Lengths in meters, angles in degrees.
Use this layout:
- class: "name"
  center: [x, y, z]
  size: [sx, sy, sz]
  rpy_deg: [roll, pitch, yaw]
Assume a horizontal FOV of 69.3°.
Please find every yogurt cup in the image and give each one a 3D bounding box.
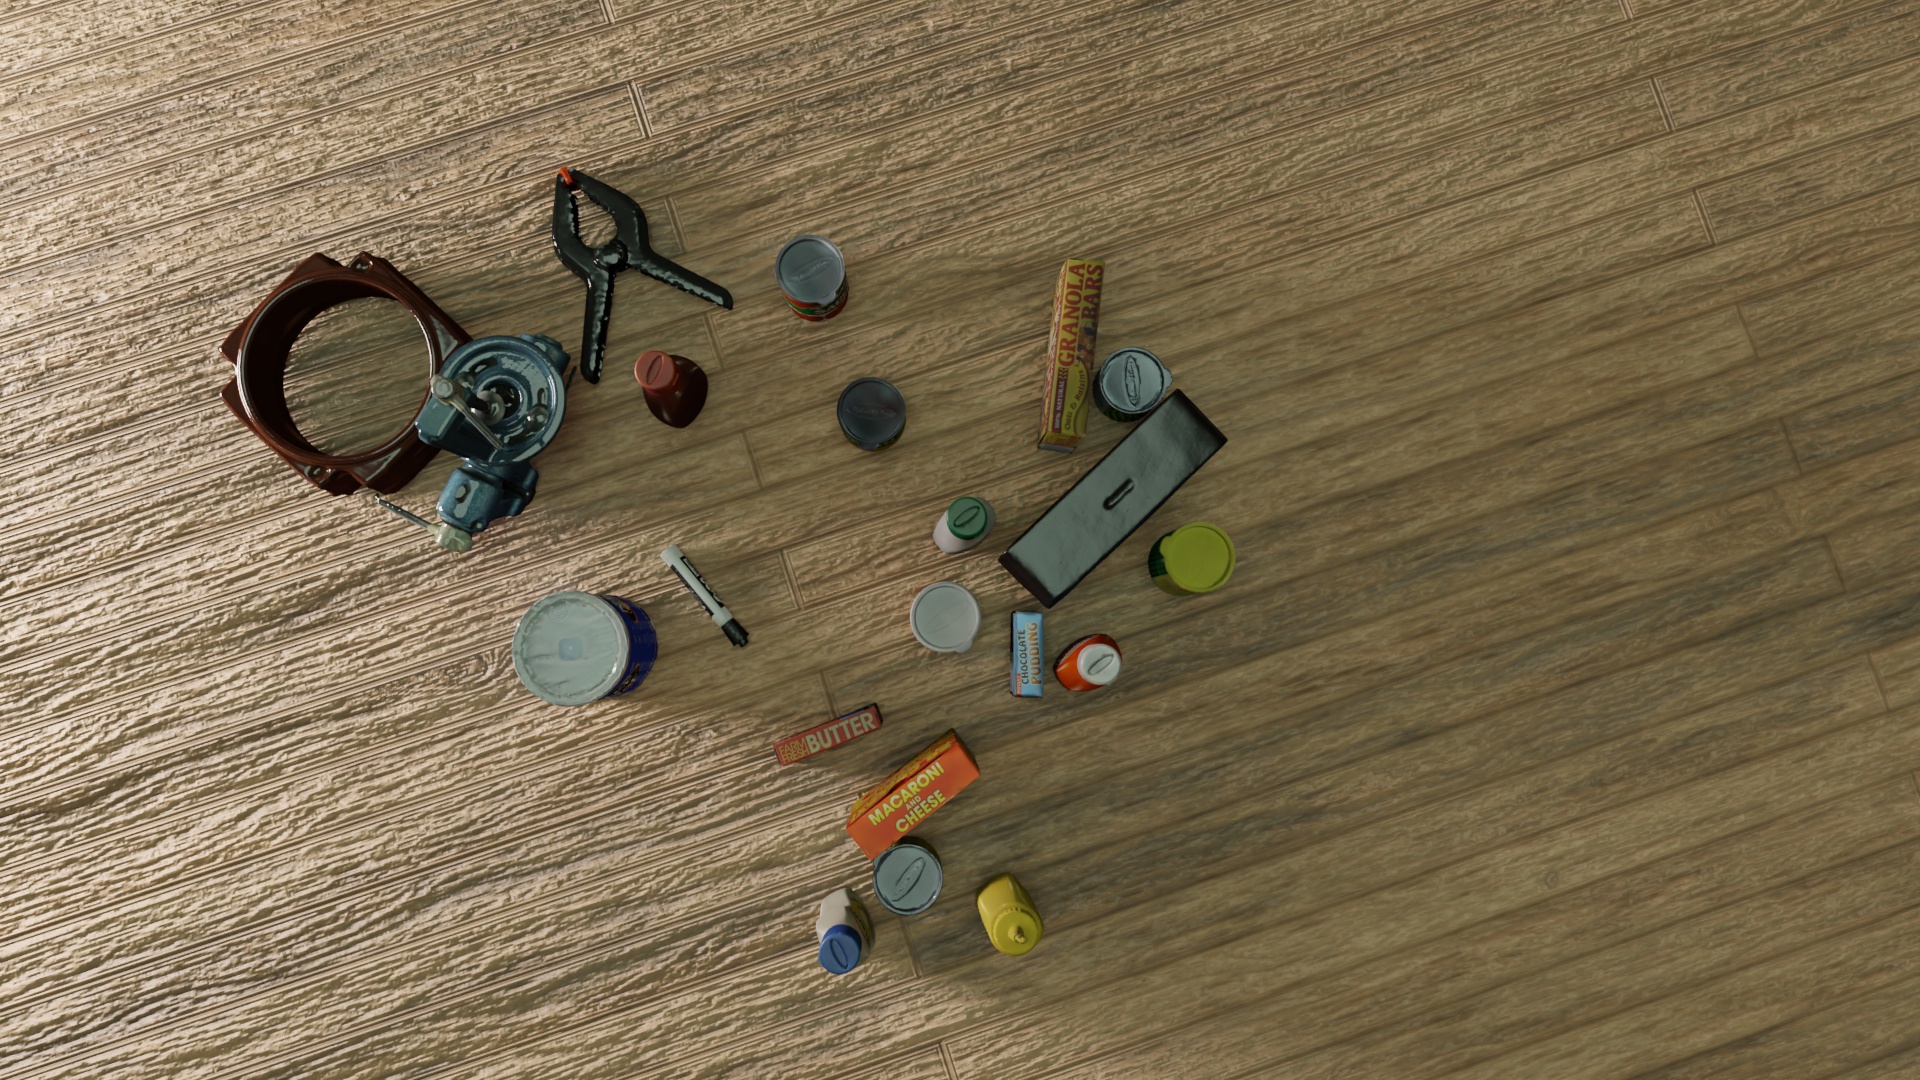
- class: "yogurt cup"
  center: [-0.015, 0.074, 1.344]
  size: [0.072, 0.054, 0.072]
  rpy_deg: [0, 86, -2]

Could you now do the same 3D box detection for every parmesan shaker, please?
- class: "parmesan shaker"
  center: [0.217, 0.018, 1.330]
  size: [0.071, 0.103, 0.071]
  rpy_deg: [0, 86, -2]

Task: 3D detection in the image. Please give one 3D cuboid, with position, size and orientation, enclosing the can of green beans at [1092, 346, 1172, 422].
- class: "can of green beans"
  center: [0.165, -0.152, 1.365]
  size: [0.071, 0.058, 0.071]
  rpy_deg: [0, 86, -2]

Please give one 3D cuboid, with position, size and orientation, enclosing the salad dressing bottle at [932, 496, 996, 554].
- class: "salad dressing bottle"
  center: [0.005, -0.016, 1.304]
  size: [0.064, 0.147, 0.044]
  rpy_deg: [-36, 88, -4]

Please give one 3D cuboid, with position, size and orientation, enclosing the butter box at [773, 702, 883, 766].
- class: "butter box"
  center: [-0.126, 0.186, 1.332]
  size: [0.103, 0.053, 0.024]
  rpy_deg: [-21, 87, -3]

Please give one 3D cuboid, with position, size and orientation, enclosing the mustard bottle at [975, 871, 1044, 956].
- class: "mustard bottle"
  center: [0.046, 0.347, 1.271]
  size: [0.049, 0.160, 0.065]
  rpy_deg: [-35, 88, -3]

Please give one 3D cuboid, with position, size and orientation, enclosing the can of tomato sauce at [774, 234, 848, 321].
- class: "can of tomato sauce"
  center: [-0.142, -0.252, 1.351]
  size: [0.071, 0.083, 0.071]
  rpy_deg: [0, 86, -2]

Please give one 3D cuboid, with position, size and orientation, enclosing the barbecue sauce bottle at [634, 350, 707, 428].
- class: "barbecue sauce bottle"
  center: [-0.273, -0.146, 1.306]
  size: [0.044, 0.148, 0.065]
  rpy_deg: [24, 86, 0]

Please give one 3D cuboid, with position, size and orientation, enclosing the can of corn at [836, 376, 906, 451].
- class: "can of corn"
  center: [-0.086, -0.119, 1.355]
  size: [0.071, 0.058, 0.071]
  rpy_deg: [0, 86, -2]

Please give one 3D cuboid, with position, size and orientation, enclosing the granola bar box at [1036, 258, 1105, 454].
- class: "granola bar box"
  center: [0.104, -0.174, 1.332]
  size: [0.039, 0.124, 0.165]
  rpy_deg: [7, 86, -1]

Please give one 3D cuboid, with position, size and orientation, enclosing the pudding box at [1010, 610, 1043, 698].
- class: "pudding box"
  center: [0.064, 0.110, 1.345]
  size: [0.030, 0.049, 0.083]
  rpy_deg: [0, 86, -2]

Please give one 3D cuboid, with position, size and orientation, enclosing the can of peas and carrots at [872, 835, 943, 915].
- class: "can of peas and carrots"
  center: [-0.052, 0.316, 1.321]
  size: [0.071, 0.058, 0.071]
  rpy_deg: [0, 86, -2]

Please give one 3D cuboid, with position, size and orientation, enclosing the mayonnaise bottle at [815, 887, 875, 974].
- class: "mayonnaise bottle"
  center: [-0.106, 0.362, 1.271]
  size: [0.041, 0.148, 0.065]
  rpy_deg: [-28, 87, -3]

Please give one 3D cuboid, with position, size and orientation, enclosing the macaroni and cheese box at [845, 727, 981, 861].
- class: "macaroni and cheese box"
  center: [-0.043, 0.229, 1.274]
  size: [0.124, 0.166, 0.040]
  rpy_deg: [-38, 88, -4]

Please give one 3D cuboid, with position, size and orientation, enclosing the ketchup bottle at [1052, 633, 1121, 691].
- class: "ketchup bottle"
  center: [0.123, 0.115, 1.297]
  size: [0.065, 0.148, 0.043]
  rpy_deg: [-36, 88, -4]
